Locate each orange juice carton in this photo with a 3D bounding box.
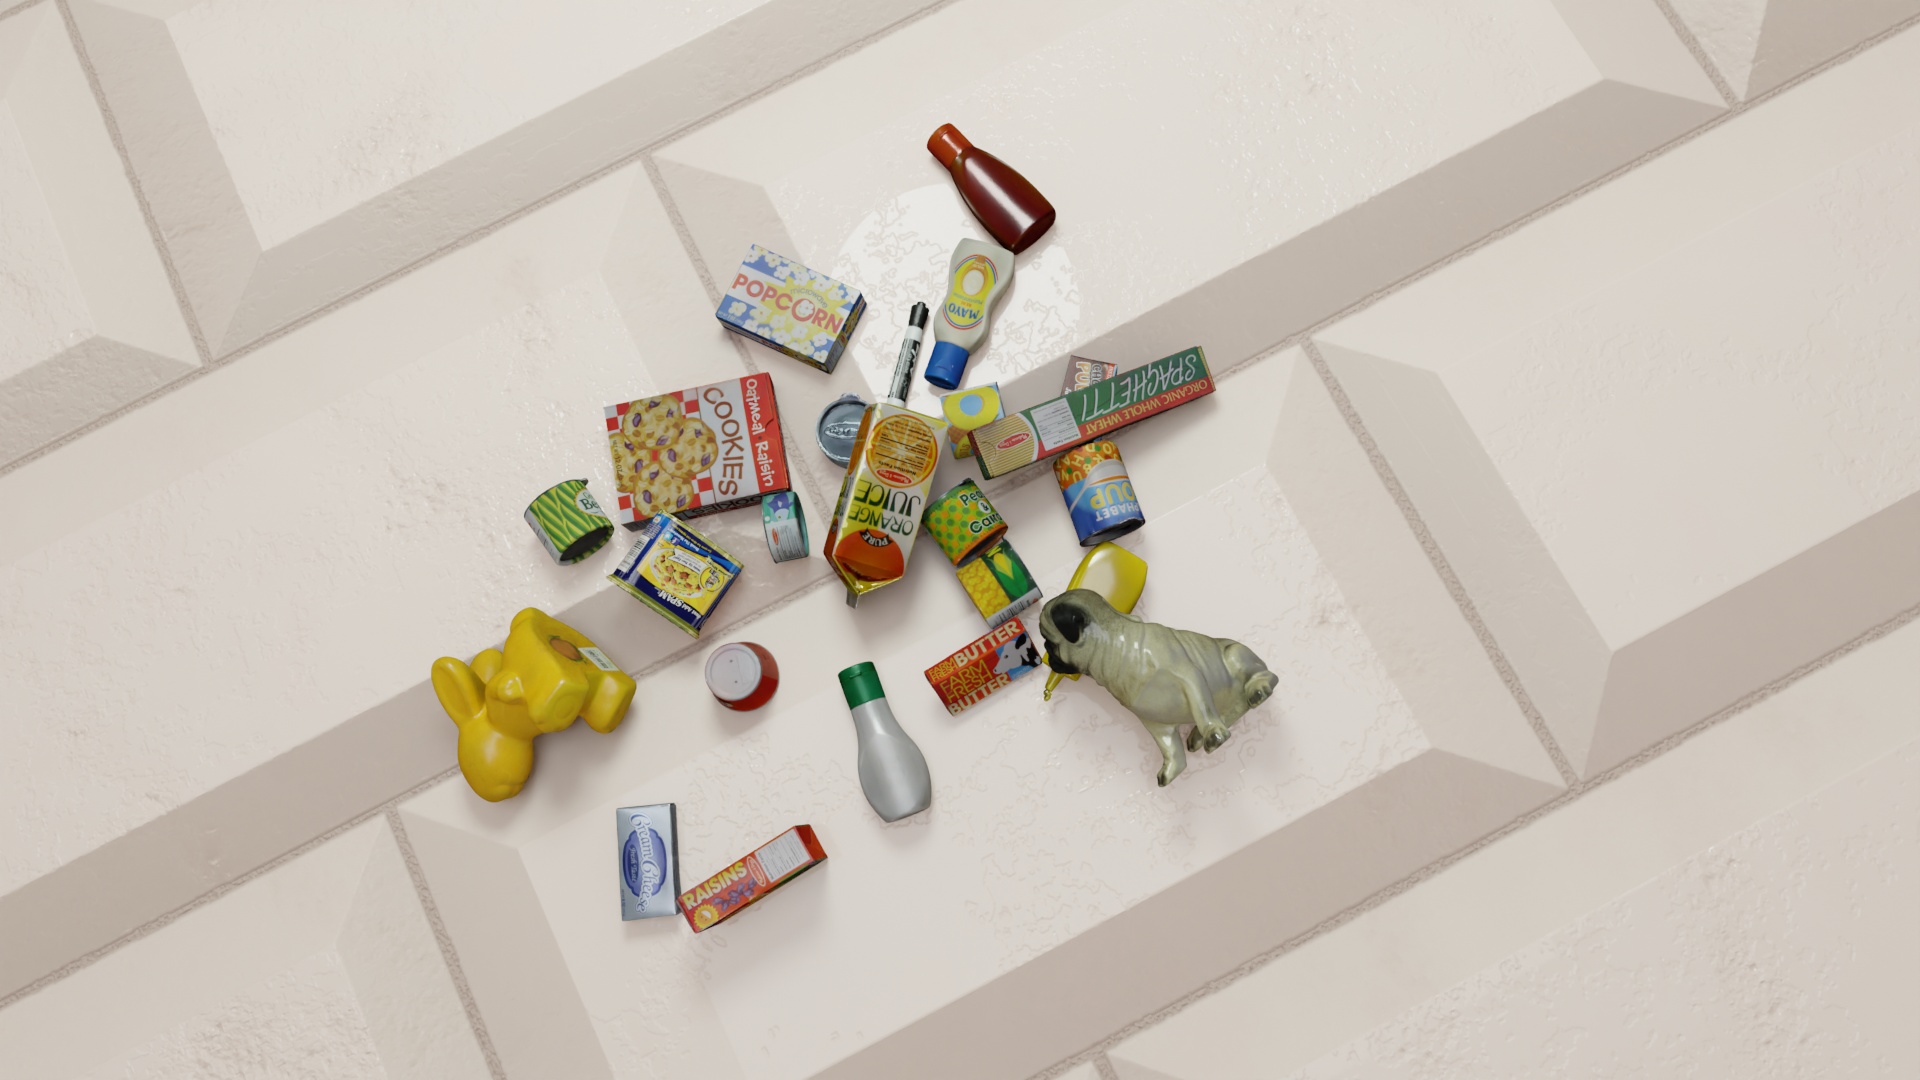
[{"bbox_3d":[-0.077,-0.029,1.312,0.073,0.072,0.192,17,89,-13],"label":"orange juice carton"}]

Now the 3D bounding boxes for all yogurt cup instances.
[{"bbox_3d":[-0.209,0.127,1.314,0.072,0.054,0.072,-1,79,3],"label":"yogurt cup"}]

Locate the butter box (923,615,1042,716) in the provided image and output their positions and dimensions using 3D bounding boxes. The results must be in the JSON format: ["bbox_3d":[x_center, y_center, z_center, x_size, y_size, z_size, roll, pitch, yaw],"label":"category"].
[{"bbox_3d":[0.022,0.118,1.301,0.103,0.053,0.024,-30,40,-3],"label":"butter box"}]

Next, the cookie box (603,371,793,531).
[{"bbox_3d":[-0.257,-0.087,1.368,0.167,0.040,0.123,-12,78,1],"label":"cookie box"}]

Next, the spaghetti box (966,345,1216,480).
[{"bbox_3d":[0.127,-0.122,1.321,0.251,0.028,0.050,-22,91,-17],"label":"spaghetti box"}]

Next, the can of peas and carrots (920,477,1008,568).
[{"bbox_3d":[0.005,-0.017,1.323,0.071,0.071,0.059,-37,79,-4],"label":"can of peas and carrots"}]

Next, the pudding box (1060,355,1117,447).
[{"bbox_3d":[0.121,-0.134,1.360,0.050,0.030,0.084,14,80,5],"label":"pudding box"}]

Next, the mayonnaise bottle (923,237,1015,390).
[{"bbox_3d":[0.004,-0.224,1.380,0.065,0.041,0.148,18,79,5],"label":"mayonnaise bottle"}]

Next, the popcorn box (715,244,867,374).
[{"bbox_3d":[-0.170,-0.232,1.394,0.127,0.038,0.085,25,81,8],"label":"popcorn box"}]

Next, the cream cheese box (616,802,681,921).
[{"bbox_3d":[-0.291,0.300,1.298,0.053,0.024,0.104,-7,78,1],"label":"cream cheese box"}]

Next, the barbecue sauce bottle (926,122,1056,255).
[{"bbox_3d":[0.027,-0.361,1.406,0.065,0.043,0.149,-41,78,-5],"label":"barbecue sauce bottle"}]

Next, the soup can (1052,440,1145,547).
[{"bbox_3d":[0.132,-0.046,1.320,0.071,0.071,0.084,-19,78,0],"label":"soup can"}]

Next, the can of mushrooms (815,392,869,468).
[{"bbox_3d":[-0.107,-0.107,1.367,0.071,0.033,0.071,-1,79,4],"label":"can of mushrooms"}]

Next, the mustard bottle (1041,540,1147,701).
[{"bbox_3d":[0.116,0.080,1.306,0.065,0.048,0.160,31,82,3],"label":"mustard bottle"}]

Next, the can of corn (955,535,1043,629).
[{"bbox_3d":[0.035,0.040,1.311,0.058,0.071,0.071,-33,78,-3],"label":"can of corn"}]

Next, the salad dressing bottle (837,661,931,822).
[{"bbox_3d":[-0.074,0.187,1.299,0.064,0.044,0.148,-21,77,1],"label":"salad dressing bottle"}]

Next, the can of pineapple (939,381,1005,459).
[{"bbox_3d":[0.015,-0.114,1.344,0.058,0.071,0.071,-13,78,2],"label":"can of pineapple"}]

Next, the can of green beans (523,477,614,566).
[{"bbox_3d":[-0.379,-0.017,1.348,0.071,0.071,0.058,-37,79,-4],"label":"can of green beans"}]

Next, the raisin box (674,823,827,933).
[{"bbox_3d":[-0.187,0.305,1.259,0.123,0.086,0.040,-31,80,-3],"label":"raisin box"}]

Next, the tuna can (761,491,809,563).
[{"bbox_3d":[-0.168,-0.014,1.337,0.033,0.071,0.071,-11,78,1],"label":"tuna can"}]
